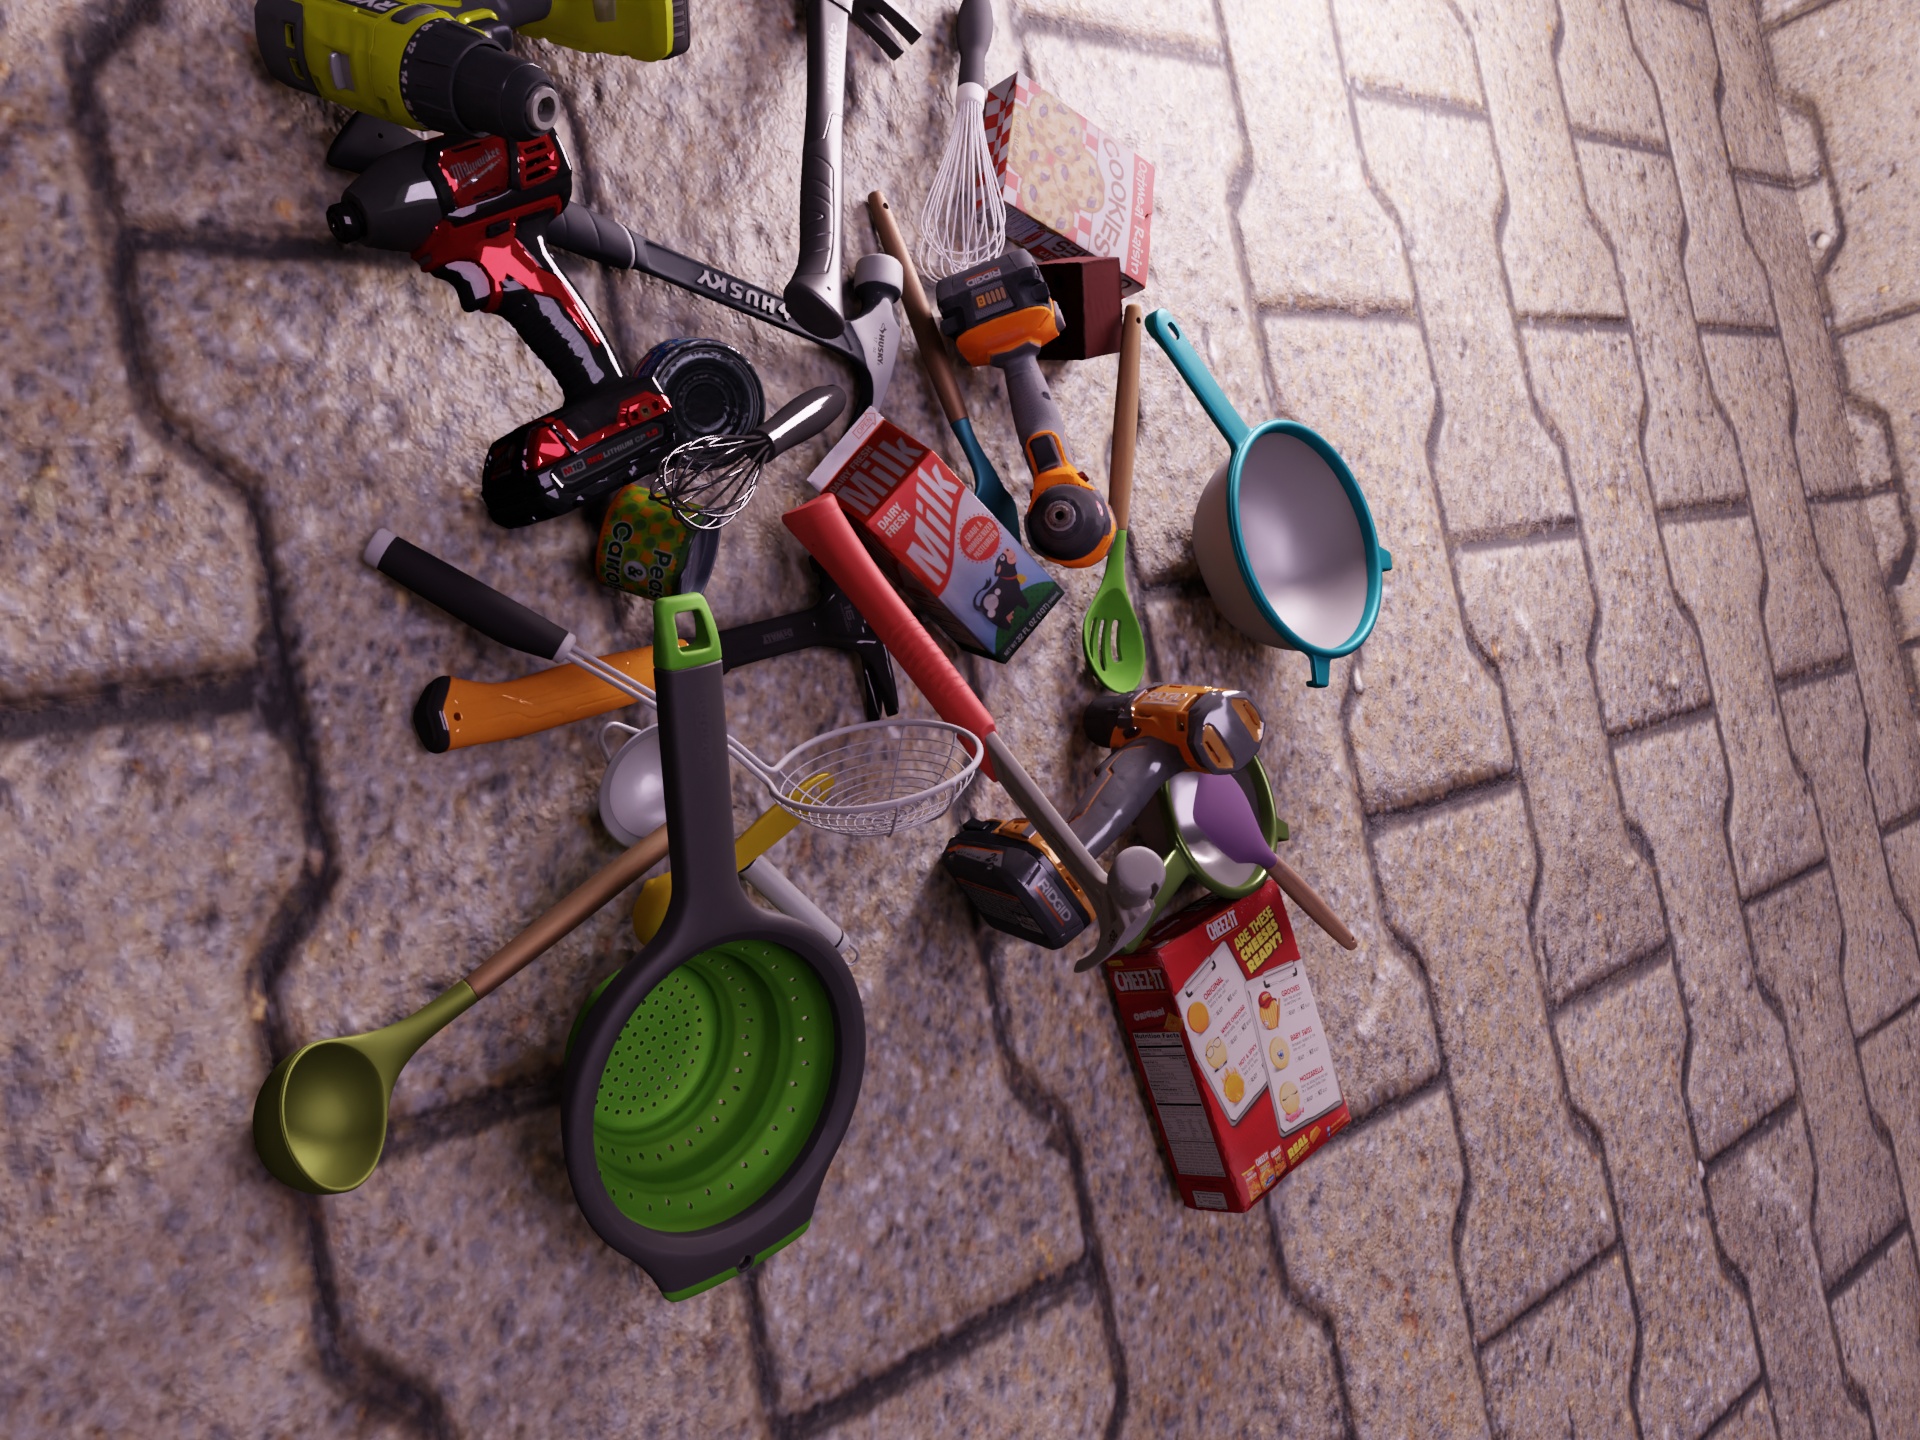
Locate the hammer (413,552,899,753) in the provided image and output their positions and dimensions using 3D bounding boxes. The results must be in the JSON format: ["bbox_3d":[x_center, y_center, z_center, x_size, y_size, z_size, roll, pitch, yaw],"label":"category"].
[{"bbox_3d":[-0.181,-0.027,1.006,0.337,0.034,0.127,-18,92,-42],"label":"hammer"}]

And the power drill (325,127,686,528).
[{"bbox_3d":[-0.263,-0.231,0.928,0.143,0.078,0.219,-34,109,-35],"label":"power drill"}]

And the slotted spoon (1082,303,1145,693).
[{"bbox_3d":[0.129,-0.178,1.278,0.070,0.031,0.314,5,89,-41],"label":"slotted spoon"}]

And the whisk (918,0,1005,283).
[{"bbox_3d":[0.005,-0.461,1.250,0.070,0.070,0.285,19,64,-37],"label":"whisk"}]

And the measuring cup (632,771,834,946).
[{"bbox_3d":[-0.133,0.090,0.980,0.156,0.029,0.062,-42,123,-8],"label":"measuring cup"}]

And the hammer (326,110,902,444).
[{"bbox_3d":[-0.206,-0.298,1.042,0.408,0.036,0.149,13,74,-38],"label":"hammer"}]

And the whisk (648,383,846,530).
[{"bbox_3d":[-0.123,-0.174,0.999,0.055,0.055,0.239,60,31,-14],"label":"whisk"}]

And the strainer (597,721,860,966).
[{"bbox_3d":[-0.146,0.082,1.010,0.087,0.050,0.258,-48,121,-11],"label":"strainer"}]

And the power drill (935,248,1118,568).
[{"bbox_3d":[0.055,-0.223,1.175,0.164,0.084,0.226,-24,96,-81],"label":"power drill"}]

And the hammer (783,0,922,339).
[{"bbox_3d":[-0.093,-0.415,1.131,0.146,0.035,0.335,19,60,-37],"label":"hammer"}]

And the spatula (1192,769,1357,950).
[{"bbox_3d":[0.257,0.120,1.271,0.315,0.018,0.060,42,55,-45],"label":"spatula"}]

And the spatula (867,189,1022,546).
[{"bbox_3d":[-0.018,-0.246,1.203,0.082,0.044,0.317,-19,89,-41],"label":"spatula"}]

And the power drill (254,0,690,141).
[{"bbox_3d":[-0.260,-0.404,0.927,0.228,0.191,0.080,-48,153,-41],"label":"power drill"}]

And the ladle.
[{"bbox_3d":[-0.243,0.135,0.877,0.320,0.062,0.078,-40,119,-32],"label":"ladle"}]

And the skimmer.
[{"bbox_3d":[-0.162,-0.035,0.923,0.363,0.090,0.127,30,20,-11],"label":"skimmer"}]

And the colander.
[{"bbox_3d":[-0.162,0.121,0.899,0.204,0.094,0.397,-16,110,-42],"label":"colander"}]

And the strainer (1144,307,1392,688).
[{"bbox_3d":[0.232,-0.195,1.363,0.340,0.095,0.211,52,50,-18],"label":"strainer"}]

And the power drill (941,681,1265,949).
[{"bbox_3d":[0.093,0.055,1.162,0.226,0.185,0.084,-42,110,-18],"label":"power drill"}]

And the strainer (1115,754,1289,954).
[{"bbox_3d":[0.160,0.101,1.242,0.151,0.069,0.256,57,45,-14],"label":"strainer"}]

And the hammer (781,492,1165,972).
[{"bbox_3d":[-0.002,-0.003,1.024,0.037,0.149,0.359,-31,72,-22],"label":"hammer"}]
